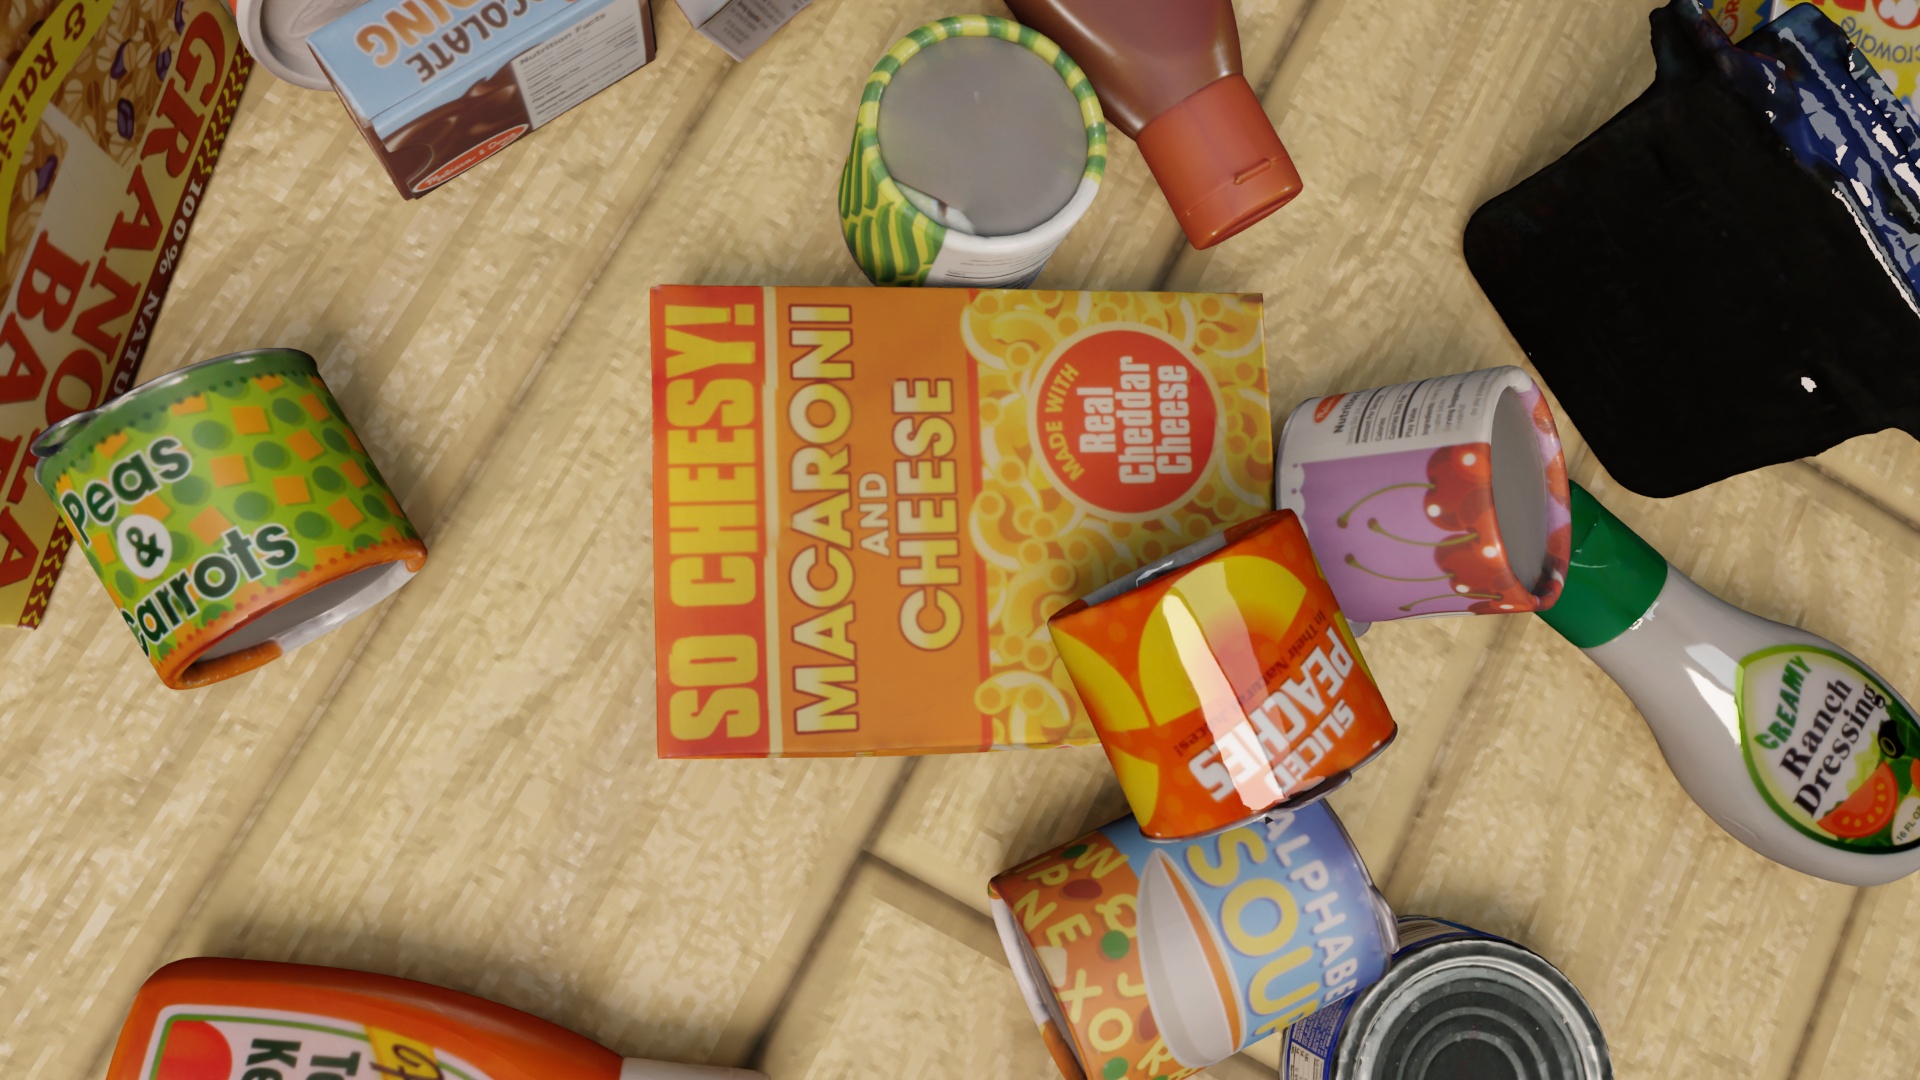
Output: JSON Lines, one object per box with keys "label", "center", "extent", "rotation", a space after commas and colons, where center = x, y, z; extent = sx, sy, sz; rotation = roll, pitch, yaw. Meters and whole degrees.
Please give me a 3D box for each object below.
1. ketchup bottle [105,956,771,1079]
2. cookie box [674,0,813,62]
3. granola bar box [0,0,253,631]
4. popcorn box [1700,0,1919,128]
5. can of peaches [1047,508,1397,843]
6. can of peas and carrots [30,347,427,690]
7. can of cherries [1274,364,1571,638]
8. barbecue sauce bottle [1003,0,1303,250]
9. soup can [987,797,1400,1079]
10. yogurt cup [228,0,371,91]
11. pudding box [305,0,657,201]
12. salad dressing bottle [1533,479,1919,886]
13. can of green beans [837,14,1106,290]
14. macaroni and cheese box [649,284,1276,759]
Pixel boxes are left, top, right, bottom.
{"label": "ketchup bottle", "center": [-0.122, 0.141, 0.337], "extent": [0.149, 0.043, 0.065], "rotation": [9, 81, -10]}
{"label": "cookie box", "center": [-0.038, -0.234, 0.373], "extent": [0.167, 0.040, 0.123], "rotation": [-37, 87, 10]}
{"label": "granola bar box", "center": [-0.221, -0.068, 0.305], "extent": [0.039, 0.124, 0.166], "rotation": [16, 80, -8]}
{"label": "popcorn box", "center": [0.305, -0.171, 0.448], "extent": [0.127, 0.038, 0.085], "rotation": [4, 99, -10]}
{"label": "can of peaches", "center": [0.062, 0.031, 0.330], "extent": [0.071, 0.071, 0.058], "rotation": [-24, 89, -12]}
{"label": "can of peas and carrots", "center": [-0.174, -0.005, 0.333], "extent": [0.071, 0.071, 0.058], "rotation": [-31, 90, -12]}
{"label": "can of cherries", "center": [0.128, -0.009, 0.381], "extent": [0.071, 0.058, 0.071], "rotation": [11, 75, -49]}
{"label": "barbecue sauce bottle", "center": [0.049, -0.158, 0.407], "extent": [0.065, 0.043, 0.148], "rotation": [-29, 89, -6]}
{"label": "soup can", "center": [0.059, 0.102, 0.360], "extent": [0.084, 0.071, 0.071], "rotation": [-23, 87, -12]}
{"label": "yogurt cup", "center": [-0.163, -0.160, 0.360], "extent": [0.072, 0.072, 0.054], "rotation": [-31, 81, -12]}
{"label": "pudding box", "center": [-0.124, -0.131, 0.369], "extent": [0.084, 0.049, 0.030], "rotation": [-36, 89, -12]}
{"label": "salad dressing bottle", "center": [0.222, 0.041, 0.412], "extent": [0.147, 0.044, 0.064], "rotation": [38, 79, -3]}
{"label": "can of green beans", "center": [0.001, -0.102, 0.384], "extent": [0.071, 0.057, 0.071], "rotation": [1, 83, -10]}
{"label": "macaroni and cheese box", "center": [0.001, -0.005, 0.380], "extent": [0.167, 0.040, 0.124], "rotation": [-1, 83, -11]}
